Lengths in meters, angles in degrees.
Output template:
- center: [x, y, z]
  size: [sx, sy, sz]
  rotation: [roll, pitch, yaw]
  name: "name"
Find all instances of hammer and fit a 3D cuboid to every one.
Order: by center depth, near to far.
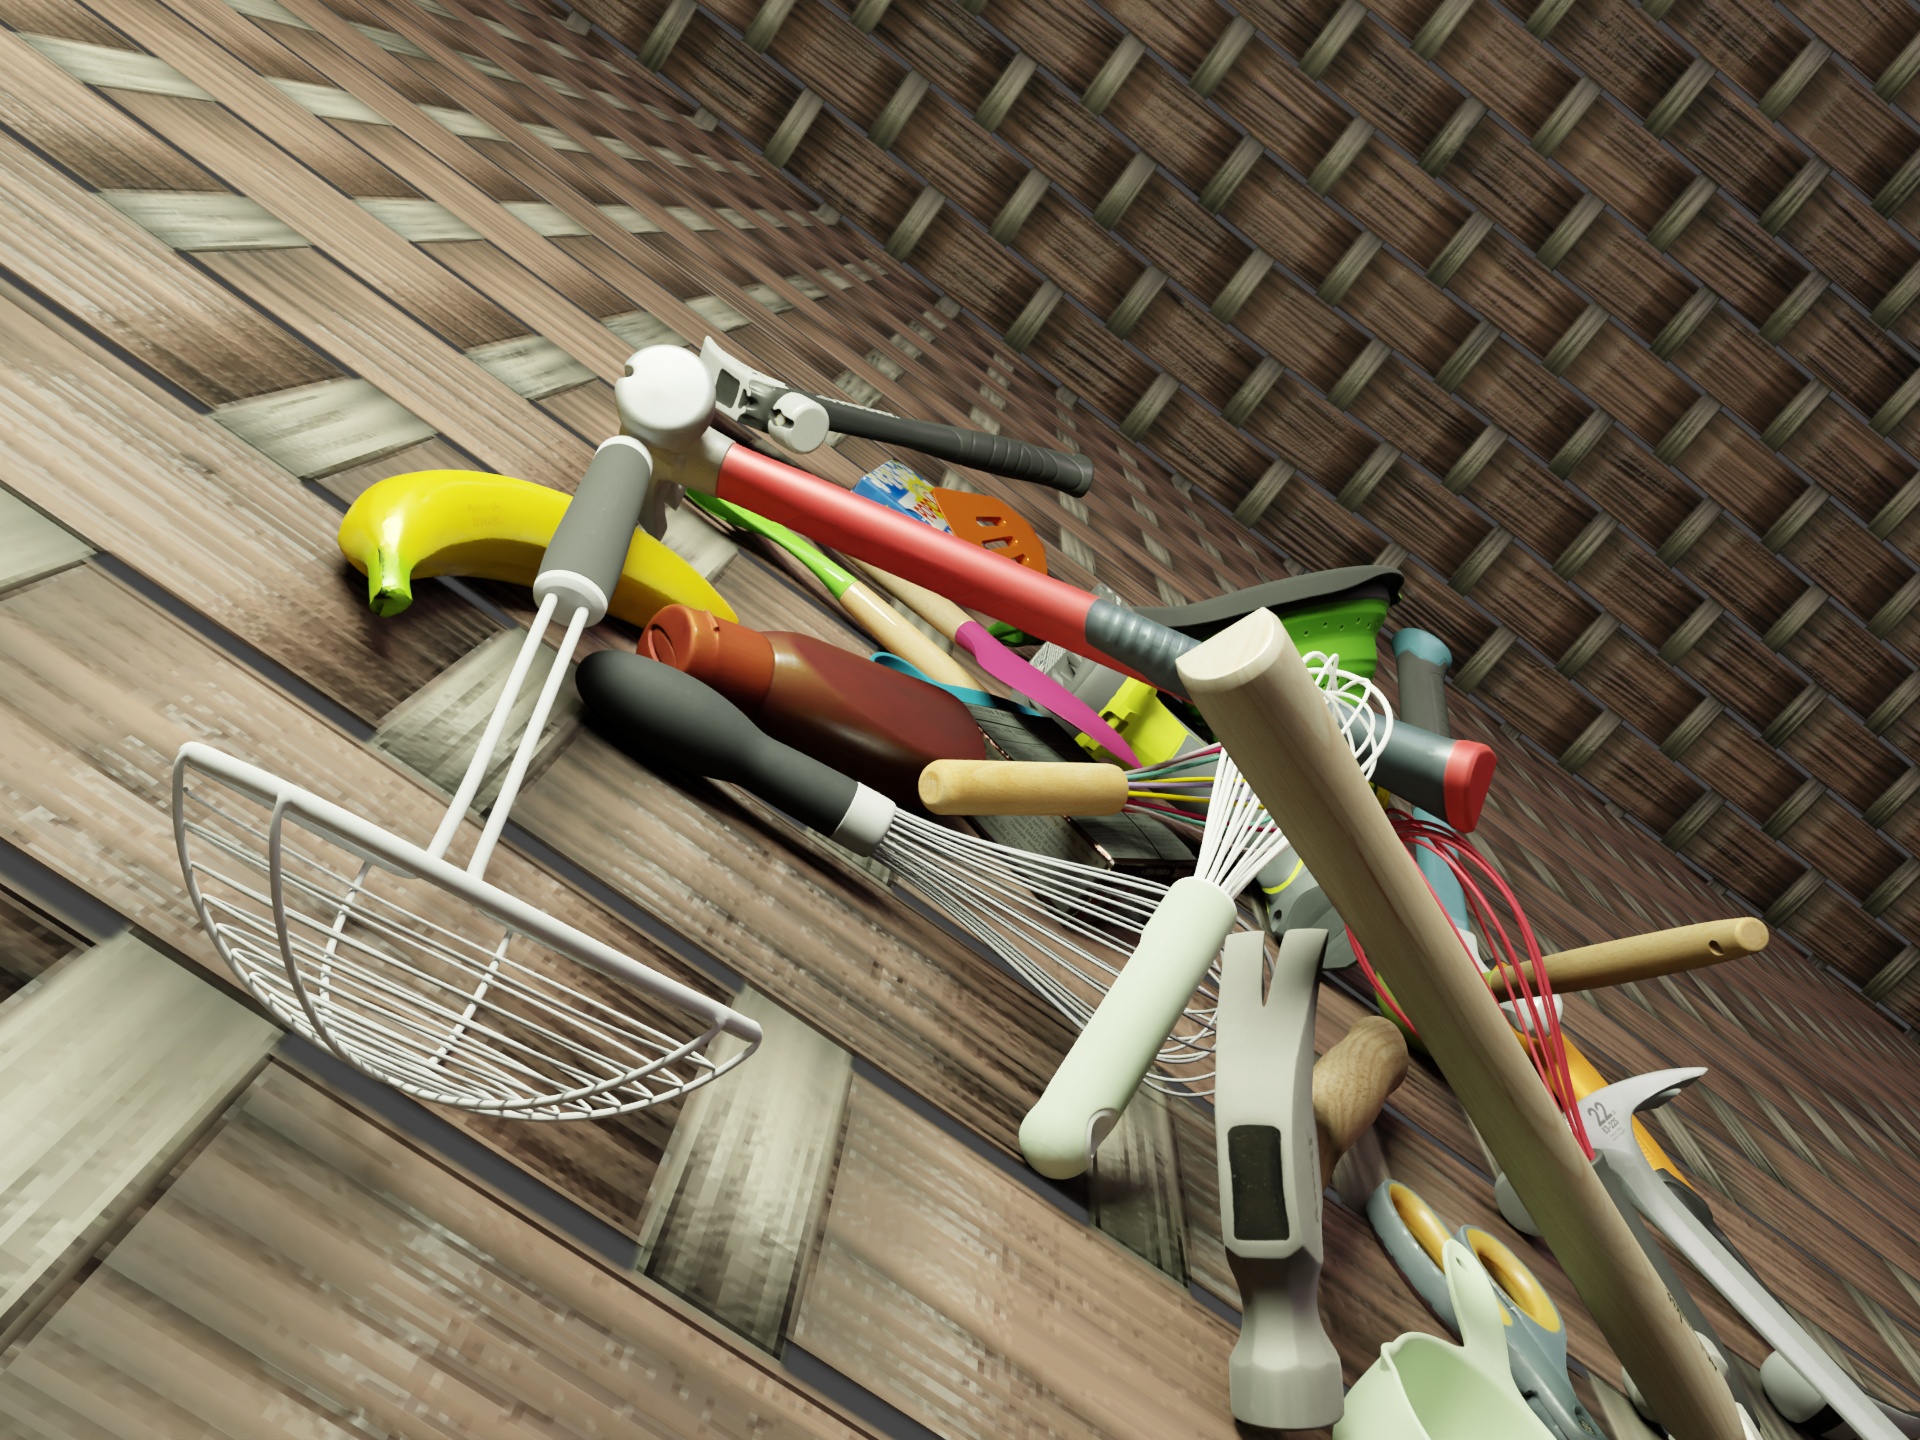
- center: [0.183, 0.139, 0.493]
  size: [0.410, 0.038, 0.146]
  rotation: [54, 9, -21]
  name: "hammer"
- center: [0.136, 0.137, 0.579]
  size: [0.331, 0.031, 0.130]
  rotation: [13, 72, -70]
  name: "hammer"
- center: [0.039, -0.040, 0.673]
  size: [0.386, 0.038, 0.143]
  rotation: [23, -15, -2]
  name: "hammer"
- center: [0.414, 0.321, 0.677]
  size: [0.144, 0.035, 0.406]
  rotation: [-23, 62, -40]
  name: "hammer"
- center: [0.387, 0.250, 0.882]
  size: [0.127, 0.034, 0.337]
  rotation: [27, 19, -30]
  name: "hammer"
- center: [0.307, 0.053, 1.030]
  size: [0.128, 0.033, 0.331]
  rotation: [19, 42, -5]
  name: "hammer"
- center: [-0.029, -0.193, 1.072]
  size: [0.334, 0.035, 0.146]
  rotation: [4, 23, -46]
  name: "hammer"

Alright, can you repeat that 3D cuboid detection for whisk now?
- center: [0.086, 0.057, 0.544]
  size: [0.059, 0.057, 0.246]
  rotation: [16, 46, 28]
  name: "whisk"
- center: [-0.007, 0.052, 0.561]
  size: [0.284, 0.070, 0.070]
  rotation: [29, 17, -11]
  name: "whisk"
- center: [0.245, 0.167, 0.660]
  size: [0.296, 0.073, 0.073]
  rotation: [60, 19, 6]
  name: "whisk"
- center: [0.081, 0.029, 0.673]
  size: [0.244, 0.051, 0.047]
  rotation: [3, 42, -43]
  name: "whisk"

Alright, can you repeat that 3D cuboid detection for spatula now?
- center: [0.037, -0.097, 1.022]
  size: [0.081, 0.041, 0.322]
  rotation: [58, 4, 5]
  name: "spatula"

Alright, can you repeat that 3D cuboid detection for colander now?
- center: [0.168, -0.030, 1.082]
  size: [0.397, 0.204, 0.094]
  rotation: [-4, 77, -44]
  name: "colander"

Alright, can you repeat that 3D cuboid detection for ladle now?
- center: [0.266, 0.110, 0.713]
  size: [0.078, 0.062, 0.320]
  rotation: [63, -14, 10]
  name: "ladle"

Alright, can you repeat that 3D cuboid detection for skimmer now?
- center: [-0.104, -0.027, 0.438]
  size: [0.127, 0.090, 0.364]
  rotation: [31, 25, -18]
  name: "skimmer"

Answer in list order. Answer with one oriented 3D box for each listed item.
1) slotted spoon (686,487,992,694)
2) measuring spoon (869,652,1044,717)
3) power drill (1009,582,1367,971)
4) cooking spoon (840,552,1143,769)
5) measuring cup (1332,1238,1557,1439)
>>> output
- center: [-0.039, -0.049, 0.811]
  size: [0.314, 0.031, 0.070]
  rotation: [41, 14, 6]
  name: "slotted spoon"
- center: [-0.001, -0.002, 0.760]
  size: [0.128, 0.021, 0.042]
  rotation: [15, 34, -47]
  name: "measuring spoon"
- center: [0.137, 0.029, 0.892]
  size: [0.223, 0.080, 0.171]
  rotation: [40, 16, -6]
  name: "power drill"
- center: [-0.011, -0.056, 0.821]
  size: [0.068, 0.017, 0.319]
  rotation: [30, 7, -46]
  name: "cooking spoon"
- center: [0.149, 0.208, 0.485]
  size: [0.083, 0.038, 0.167]
  rotation: [39, 14, 6]
  name: "measuring cup"
